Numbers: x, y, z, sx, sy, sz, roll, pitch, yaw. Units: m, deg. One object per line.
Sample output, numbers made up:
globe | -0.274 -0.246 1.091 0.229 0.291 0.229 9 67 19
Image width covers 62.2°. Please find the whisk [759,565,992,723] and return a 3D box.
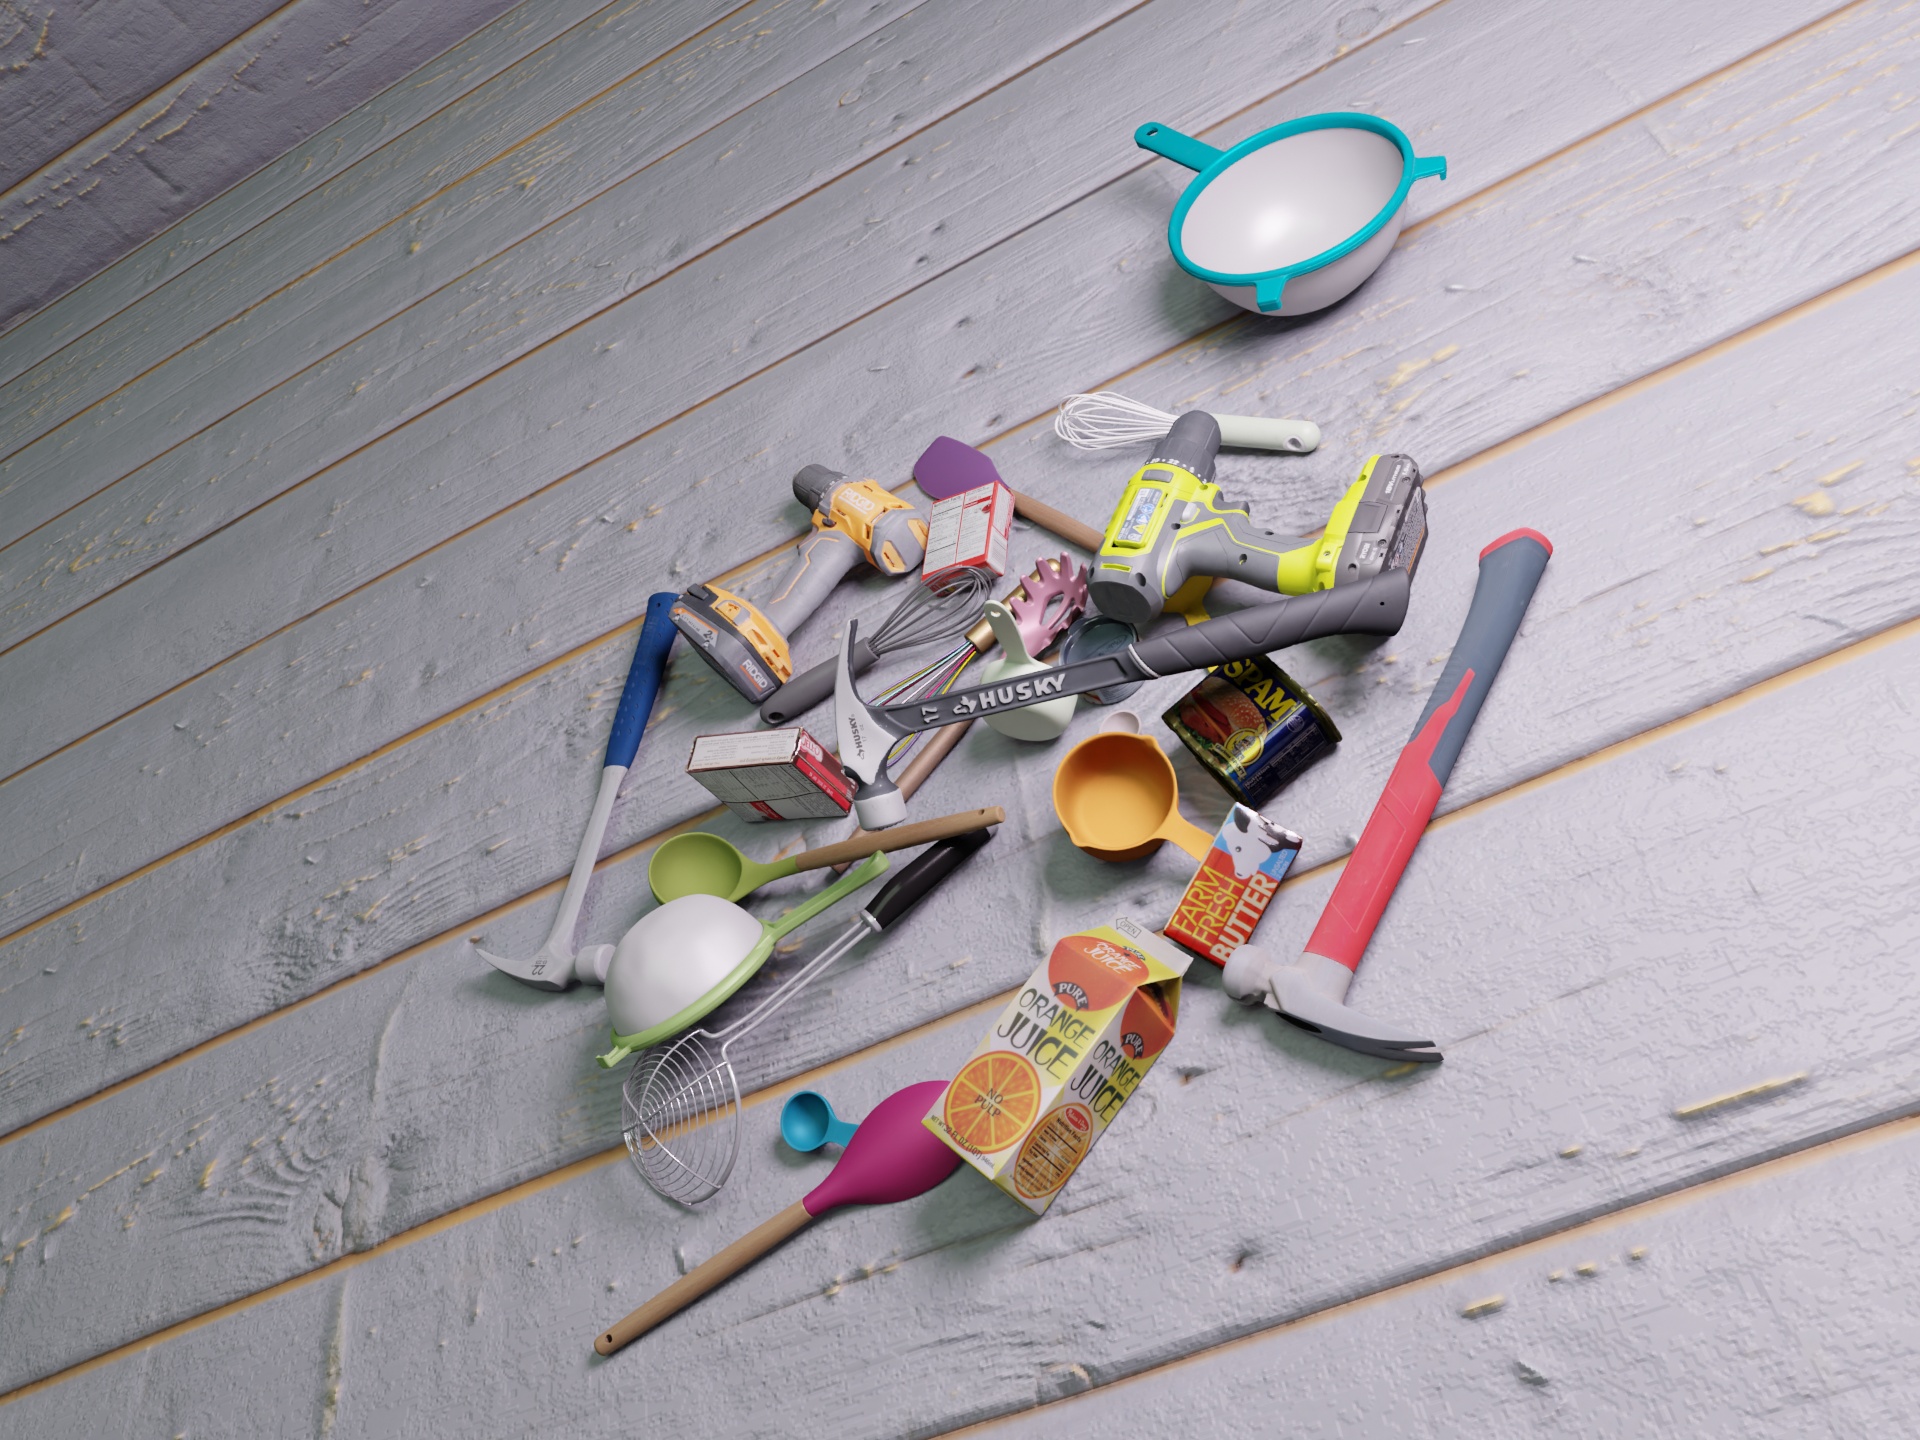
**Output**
whisk | -0.075 -0.060 1.365 0.239 0.055 0.055 -31 46 16

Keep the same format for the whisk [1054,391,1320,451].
whisk | 0.187 -0.248 1.339 0.246 0.057 0.059 12 56 33

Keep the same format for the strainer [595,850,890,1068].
strainer | -0.174 0.151 1.196 0.256 0.069 0.151 -33 12 11

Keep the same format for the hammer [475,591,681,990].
hammer | -0.320 0.054 1.437 0.144 0.035 0.406 -8 53 27

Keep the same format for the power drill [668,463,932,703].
power drill | -0.156 -0.140 1.453 0.226 0.084 0.186 -43 45 -9

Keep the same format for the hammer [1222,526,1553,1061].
hammer | 0.318 0.036 1.042 0.143 0.038 0.386 16 67 38

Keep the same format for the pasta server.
pasta server | -0.002 -0.004 1.277 0.060 0.040 0.316 35 80 33

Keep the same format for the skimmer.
skimmer | -0.105 0.205 1.190 0.363 0.090 0.127 -40 49 -14

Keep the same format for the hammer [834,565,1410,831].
hammer | 0.107 -0.041 1.100 0.409 0.149 0.036 -14 5 8

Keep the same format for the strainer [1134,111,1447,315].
strainer | 0.263 -0.450 1.410 0.211 0.095 0.341 -38 43 -2

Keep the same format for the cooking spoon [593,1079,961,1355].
cooking spoon | -0.125 0.349 1.093 0.319 0.017 0.069 -36 64 8

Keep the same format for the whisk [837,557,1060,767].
whisk | -0.009 -0.051 1.315 0.245 0.051 0.047 -43 39 -7

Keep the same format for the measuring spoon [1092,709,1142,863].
measuring spoon | 0.115 0.051 1.181 0.034 0.018 0.124 -4 62 30

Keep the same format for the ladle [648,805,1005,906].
ladle | -0.110 0.098 1.232 0.320 0.062 0.078 -16 44 30

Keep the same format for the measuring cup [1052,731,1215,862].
measuring cup | 0.146 0.079 1.120 0.174 0.052 0.095 33 79 18

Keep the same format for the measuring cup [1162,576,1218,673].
measuring cup | 0.180 -0.083 1.225 0.062 0.029 0.157 -29 43 10

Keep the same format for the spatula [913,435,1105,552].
spatula | 0.055 -0.187 1.394 0.060 0.018 0.316 -51 45 -4

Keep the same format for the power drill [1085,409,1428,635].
power drill | 0.226 -0.152 1.195 0.229 0.080 0.191 11 60 29

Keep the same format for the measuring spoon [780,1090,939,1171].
measuring spoon | -0.068 0.292 1.112 0.129 0.021 0.042 10 80 28

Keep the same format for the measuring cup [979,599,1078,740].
measuring cup | 0.039 -0.033 1.185 0.083 0.167 0.038 6 65 19
